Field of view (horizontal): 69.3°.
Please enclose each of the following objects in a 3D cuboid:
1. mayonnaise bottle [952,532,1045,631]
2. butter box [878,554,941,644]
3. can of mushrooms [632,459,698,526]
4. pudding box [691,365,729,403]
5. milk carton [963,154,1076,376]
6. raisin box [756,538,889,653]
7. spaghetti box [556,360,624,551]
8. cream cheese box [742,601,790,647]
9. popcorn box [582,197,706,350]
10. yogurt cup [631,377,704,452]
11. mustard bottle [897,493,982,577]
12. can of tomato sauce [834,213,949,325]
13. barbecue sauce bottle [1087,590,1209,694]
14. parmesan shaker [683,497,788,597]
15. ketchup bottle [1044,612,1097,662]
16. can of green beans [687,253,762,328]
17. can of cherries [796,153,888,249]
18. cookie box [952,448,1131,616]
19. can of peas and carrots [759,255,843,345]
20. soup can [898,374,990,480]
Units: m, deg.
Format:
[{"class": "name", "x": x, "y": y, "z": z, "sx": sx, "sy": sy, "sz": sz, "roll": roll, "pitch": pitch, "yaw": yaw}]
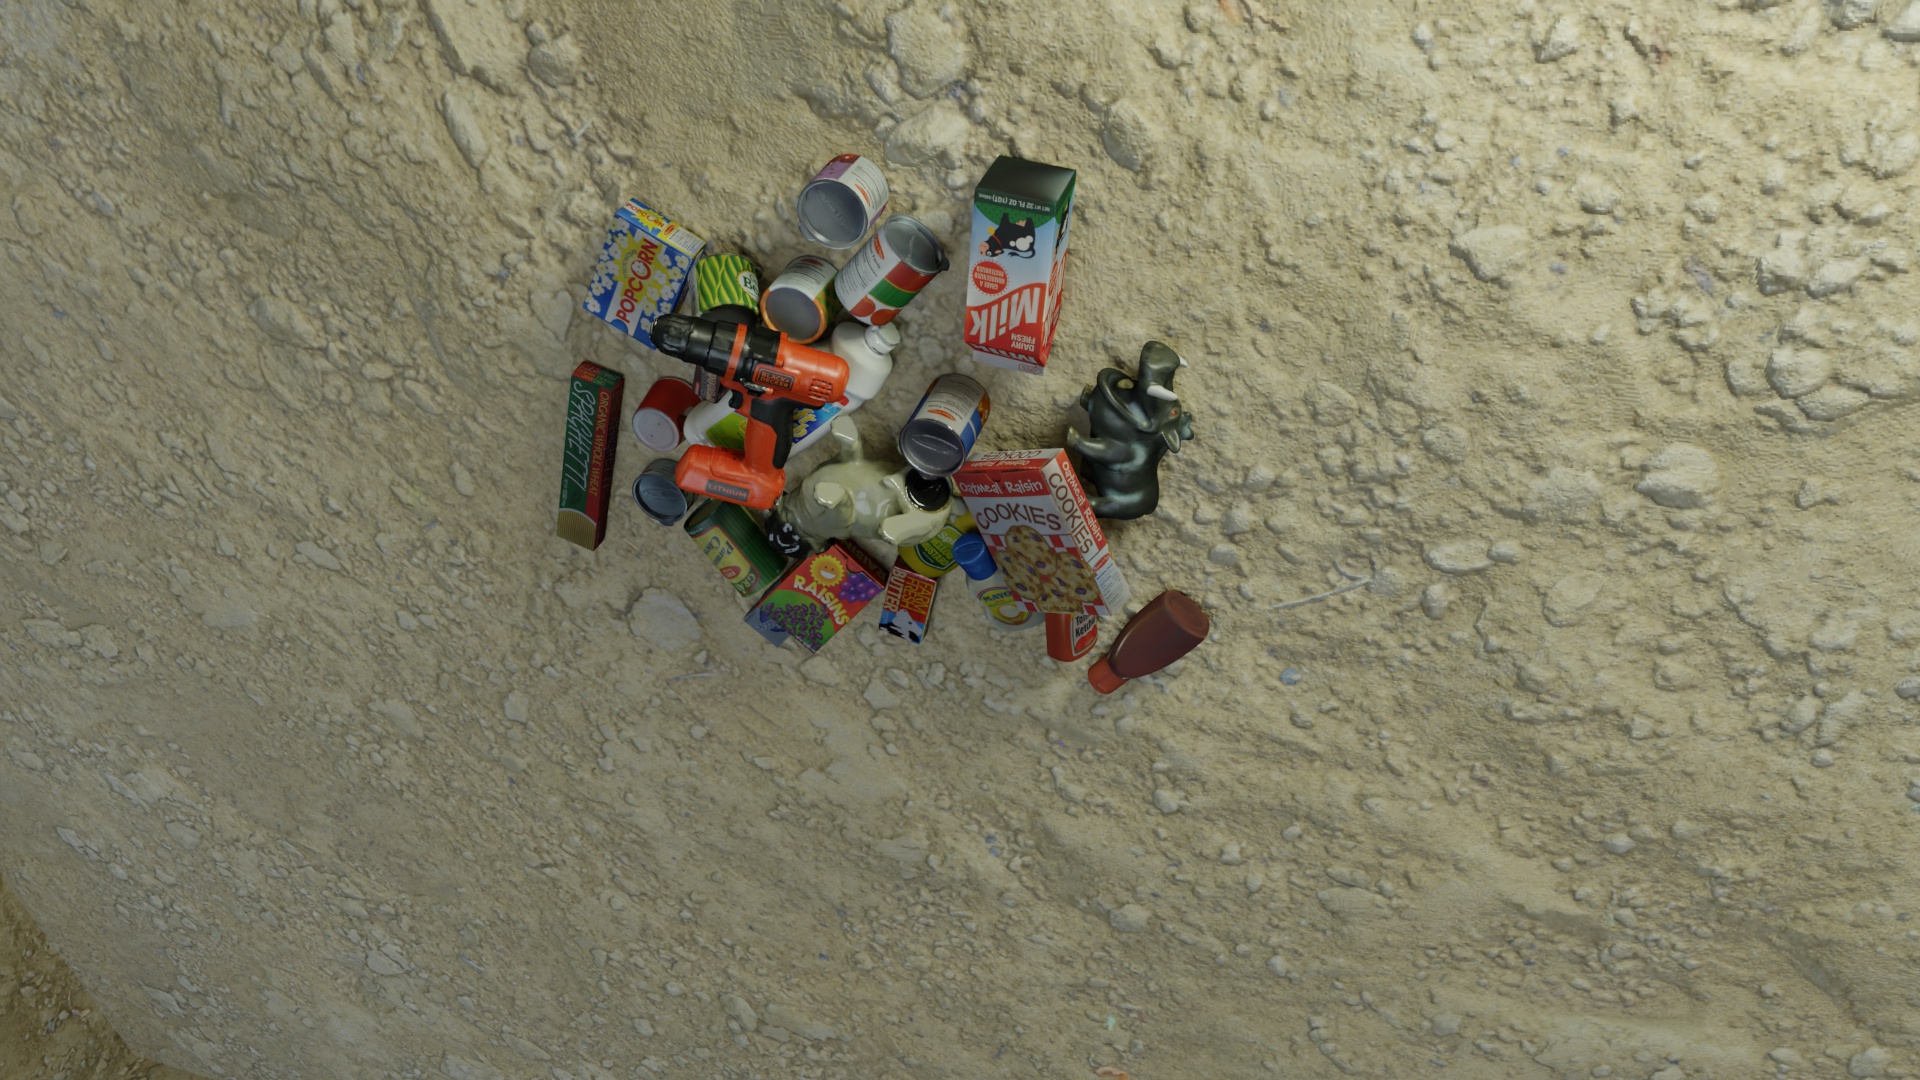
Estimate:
[{"class": "mayonnaise bottle", "x": 0.037, "y": 0.043, "z": 1.421, "sx": 0.064, "sy": 0.041, "sz": 0.147, "roll": -15, "pitch": 144, "yaw": 19}, {"class": "butter box", "x": -0.055, "y": 0.065, "z": 1.524, "sx": 0.053, "sy": 0.024, "sz": 0.103, "roll": 20, "pitch": 132, "yaw": 6}, {"class": "can of mushrooms", "x": -0.325, "y": -0.053, "z": 1.532, "sx": 0.071, "sy": 0.034, "sz": 0.070, "roll": 11, "pitch": 130, "yaw": 13}, {"class": "pudding box", "x": -0.229, "y": -0.178, "z": 1.359, "sx": 0.030, "sy": 0.084, "sz": 0.049, "roll": 24, "pitch": 133, "yaw": 4}, {"class": "milk carton", "x": 0.050, "y": -0.229, "z": 1.213, "sx": 0.072, "sy": 0.074, "sz": 0.189, "roll": 14, "pitch": 131, "yaw": 11}, {"class": "raisin box", "x": -0.150, "y": 0.054, "z": 1.523, "sx": 0.086, "sy": 0.040, "sz": 0.123, "roll": 43, "pitch": 113, "yaw": -12}, {"class": "spaghetti box", "x": -0.413, "y": -0.089, "z": 1.542, "sx": 0.050, "sy": 0.029, "sz": 0.248, "roll": 23, "pitch": 132, "yaw": 3}, {"class": "cream cheese box", "x": -0.202, "y": 0.078, "z": 1.593, "sx": 0.053, "sy": 0.024, "sz": 0.103, "roll": 39, "pitch": 131, "yaw": -12}, {"class": "popcorn box", "x": -0.309, "y": -0.259, "z": 1.358, "sx": 0.085, "sy": 0.038, "sz": 0.126, "roll": 31, "pitch": 132, "yaw": -5}, {"class": "yogurt cup", "x": -0.306, "y": -0.129, "z": 1.450, "sx": 0.072, "sy": 0.054, "sz": 0.072, "roll": 11, "pitch": 129, "yaw": 14}, {"class": "mustard bottle", "x": 0.005, "y": -0.018, "z": 1.416, "sx": 0.065, "sy": 0.049, "sz": 0.159, "roll": 43, "pitch": 130, "yaw": -18}, {"class": "can of tomato sauce", "x": -0.063, "y": -0.243, "z": 1.254, "sx": 0.071, "sy": 0.071, "sz": 0.082, "roll": 41, "pitch": 131, "yaw": -13}, {"class": "barbecue sauce bottle", "x": 0.190, "y": 0.112, "z": 1.449, "sx": 0.065, "sy": 0.044, "sz": 0.147, "roll": 37, "pitch": 132, "yaw": -9}, {"class": "parmesan shaker", "x": -0.248, "y": 0.004, "z": 1.526, "sx": 0.071, "sy": 0.072, "sz": 0.103, "roll": -23, "pitch": 115, "yaw": 35}, {"class": "ketchup bottle", "x": 0.111, "y": 0.048, "z": 1.420, "sx": 0.043, "sy": 0.065, "sz": 0.148, "roll": 14, "pitch": 124, "yaw": 33}, {"class": "can of green beans", "x": -0.223, "y": -0.229, "z": 1.316, "sx": 0.071, "sy": 0.058, "sz": 0.071, "roll": -9, "pitch": 153, "yaw": -4}, {"class": "can of cherries", "x": -0.105, "y": -0.300, "z": 1.230, "sx": 0.071, "sy": 0.059, "sz": 0.071, "roll": 11, "pitch": 131, "yaw": 13}, {"class": "cookie box", "x": 0.075, "y": -0.007, "z": 1.321, "sx": 0.123, "sy": 0.040, "sz": 0.167, "roll": 0, "pitch": 124, "yaw": 48}, {"class": "can of peas and carrots", "x": -0.147, "y": -0.223, "z": 1.307, "sx": 0.071, "sy": 0.059, "sz": 0.070, "roll": 11, "pitch": 130, "yaw": 14}, {"class": "soup can", "x": -0.015, "y": -0.109, "z": 1.328, "sx": 0.071, "sy": 0.084, "sz": 0.071, "roll": 11, "pitch": 130, "yaw": 14}]
